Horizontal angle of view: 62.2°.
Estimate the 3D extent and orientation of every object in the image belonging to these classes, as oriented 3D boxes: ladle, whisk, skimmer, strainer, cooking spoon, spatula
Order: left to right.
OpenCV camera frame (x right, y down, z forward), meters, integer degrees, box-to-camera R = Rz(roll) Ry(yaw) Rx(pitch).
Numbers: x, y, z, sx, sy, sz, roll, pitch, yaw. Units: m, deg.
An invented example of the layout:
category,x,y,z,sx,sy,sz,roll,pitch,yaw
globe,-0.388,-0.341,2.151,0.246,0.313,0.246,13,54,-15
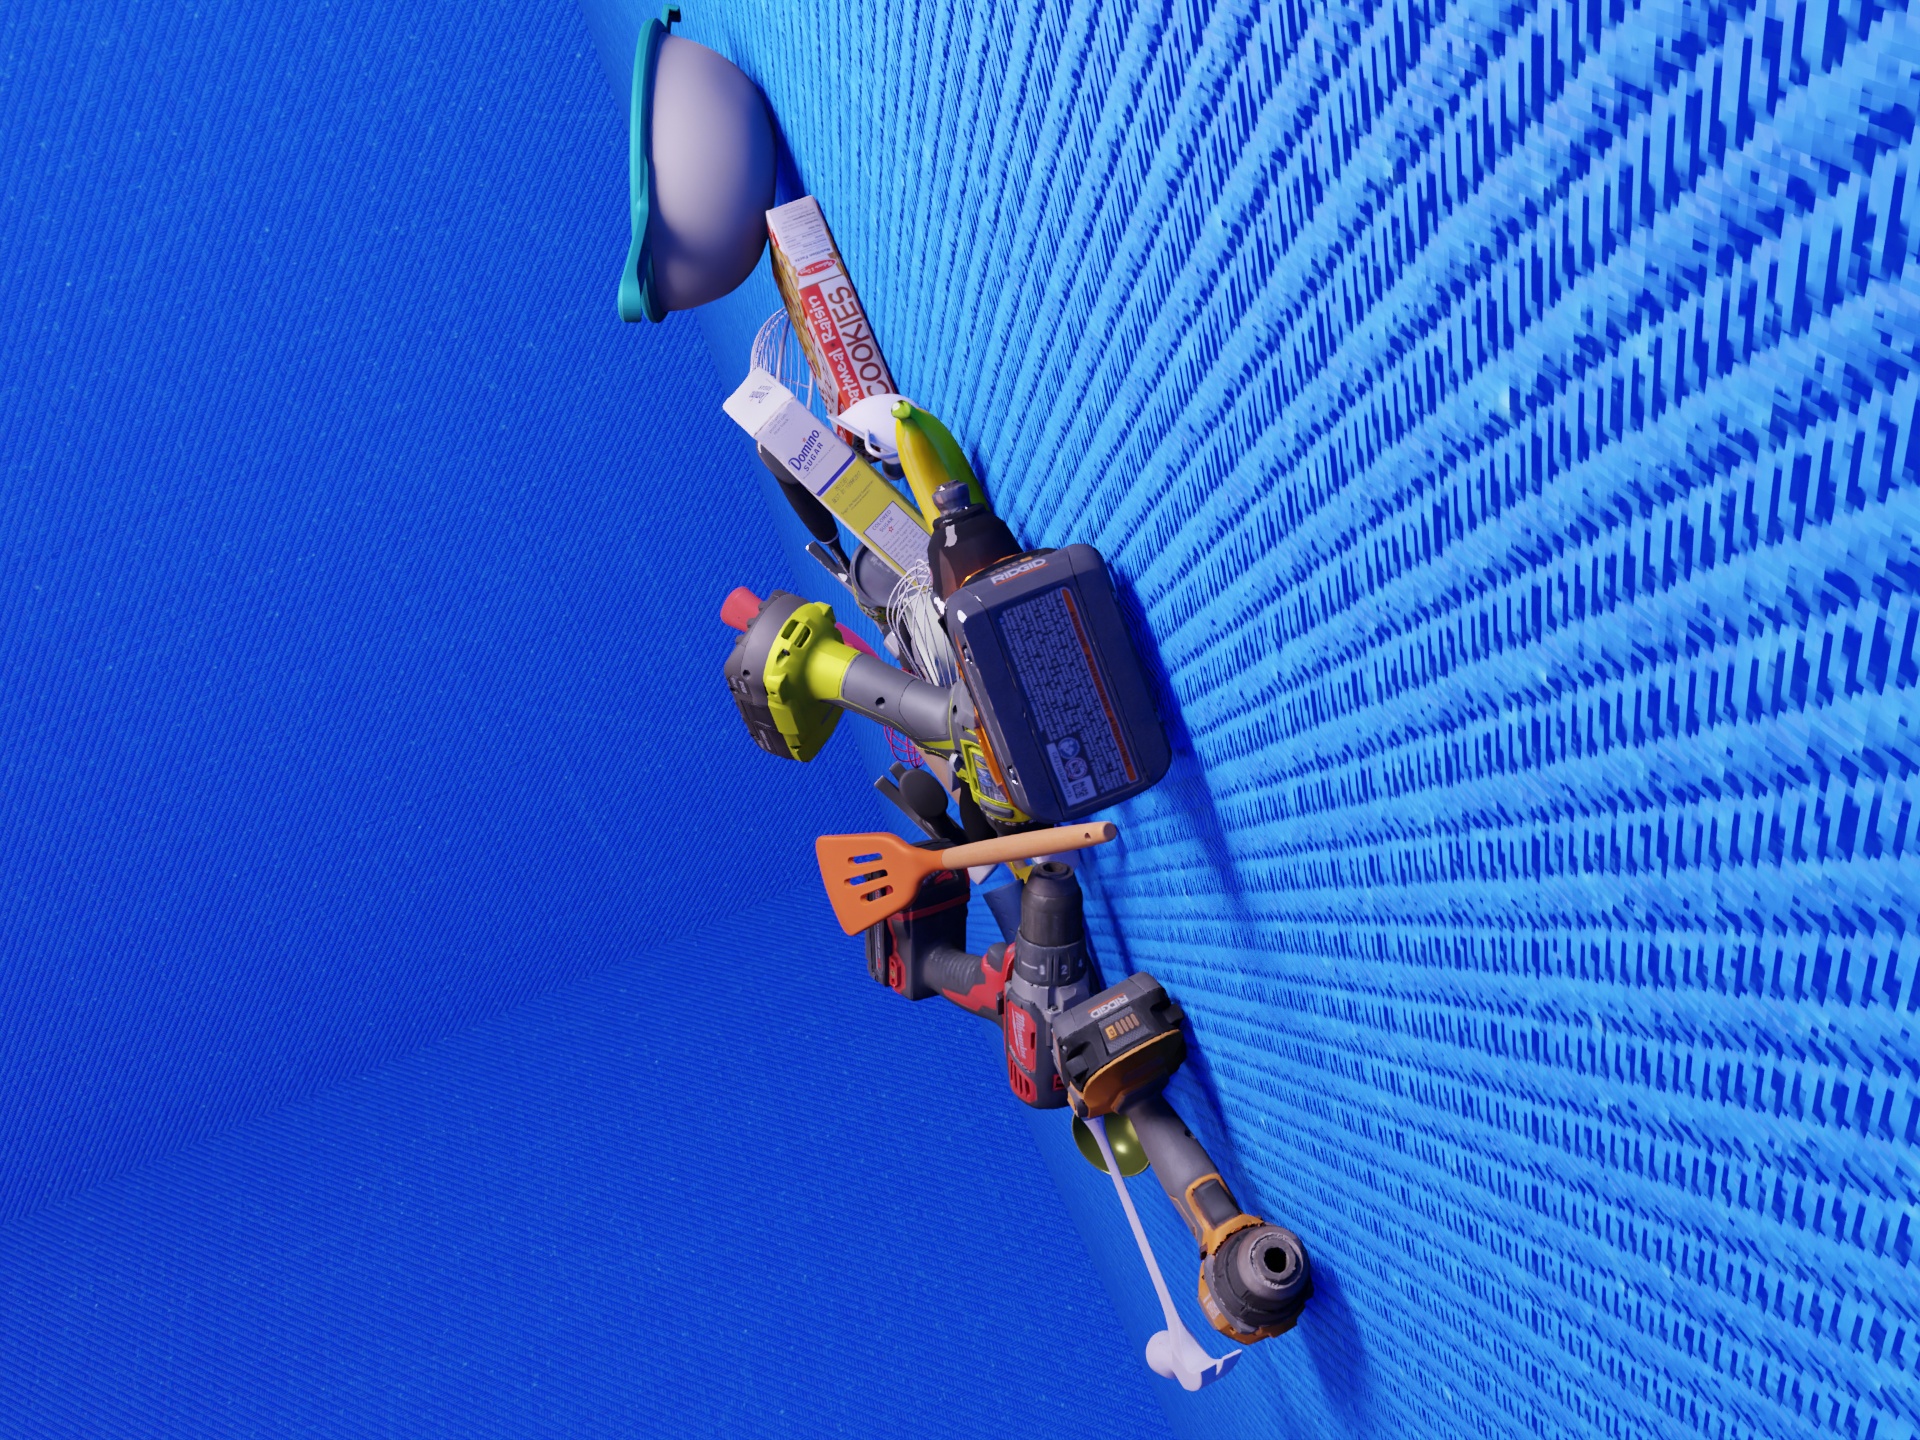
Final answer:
category,x,y,z,sx,sy,sz,roll,pitch,yaw
strainer,-0.179,-0.358,1.114,0.341,0.095,0.210,-96,9,-52
skimmer,-0.079,-0.222,1.312,0.364,0.090,0.127,49,153,37
strainer,-0.047,-0.190,1.104,0.087,0.050,0.258,27,-179,-3
whisk,-0.045,-0.047,1.517,0.295,0.073,0.073,86,161,-56
cooking spoon,-0.026,0.034,1.489,0.319,0.017,0.068,51,155,14
whisk,-0.003,-0.003,1.169,0.070,0.070,0.284,-119,13,-46
spatula,-0.001,0.098,1.104,0.322,0.041,0.081,-18,91,56
ladle,0.135,0.307,1.256,0.078,0.062,0.320,39,162,14

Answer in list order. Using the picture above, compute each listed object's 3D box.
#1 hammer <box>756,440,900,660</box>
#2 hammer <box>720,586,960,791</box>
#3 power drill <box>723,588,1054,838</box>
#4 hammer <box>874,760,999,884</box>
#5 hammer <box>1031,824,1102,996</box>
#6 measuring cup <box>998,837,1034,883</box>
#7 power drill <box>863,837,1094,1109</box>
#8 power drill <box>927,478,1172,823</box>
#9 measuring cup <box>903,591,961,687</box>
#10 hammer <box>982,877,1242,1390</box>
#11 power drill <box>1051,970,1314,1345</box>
category,x,y,z,sx,sy,sz,roll,pitch,yaw
hammer,-0.115,-0.163,1.389,0.149,0.036,0.408,50,177,14
hammer,-0.115,-0.053,1.492,0.359,0.037,0.149,24,134,47
power drill,-0.035,0.008,1.095,0.228,0.080,0.190,20,152,20
hammer,-0.030,0.080,1.455,0.146,0.035,0.334,44,175,9
hammer,0.091,0.188,1.298,0.128,0.033,0.330,-123,12,-53
measuring cup,0.052,0.110,1.386,0.062,0.029,0.157,78,169,-61
power drill,0.018,0.163,1.195,0.227,0.080,0.187,28,126,49
power drill,0.029,-0.043,0.814,0.226,0.084,0.164,-126,15,-79
measuring cup,0.000,-0.030,1.288,0.083,0.038,0.167,-127,14,-66
hammer,0.109,0.316,1.228,0.144,0.035,0.406,130,119,-72
power drill,0.141,0.273,0.988,0.226,0.084,0.185,60,171,23
